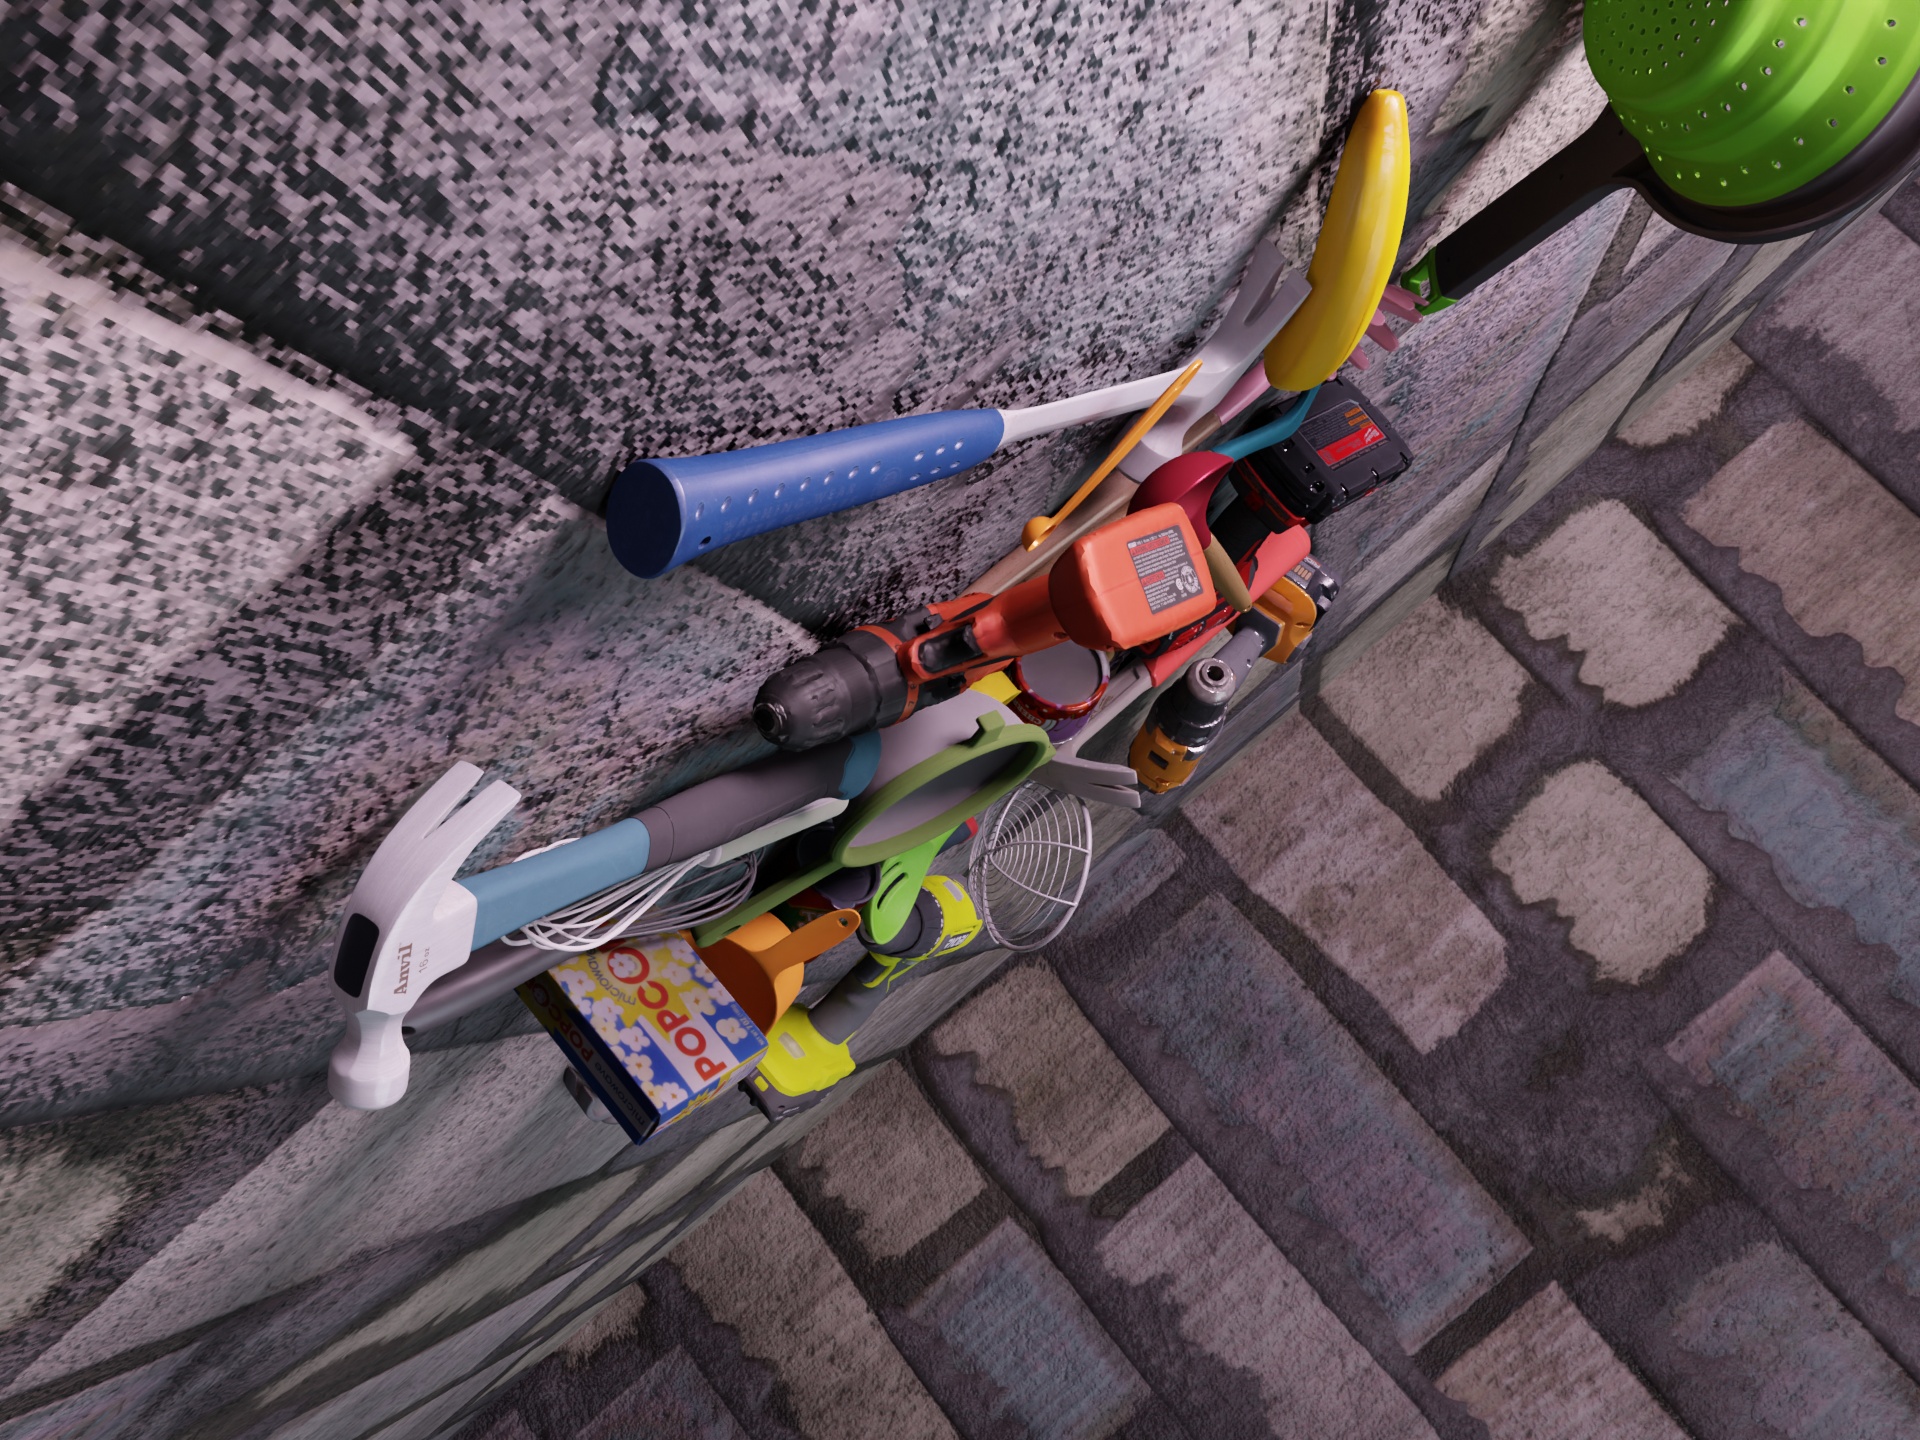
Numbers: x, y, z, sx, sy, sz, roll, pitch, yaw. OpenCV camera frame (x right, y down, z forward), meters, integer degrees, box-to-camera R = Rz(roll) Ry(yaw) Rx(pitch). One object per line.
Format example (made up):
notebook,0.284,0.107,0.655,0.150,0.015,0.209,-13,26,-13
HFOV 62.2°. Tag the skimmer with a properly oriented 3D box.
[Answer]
skimmer,0.114,0.033,1.226,0.127,0.090,0.363,-36,-173,45

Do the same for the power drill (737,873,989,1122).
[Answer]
power drill,-0.088,0.215,1.280,0.228,0.080,0.190,-47,165,11

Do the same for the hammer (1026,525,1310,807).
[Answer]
hammer,0.171,-0.056,1.212,0.359,0.149,0.036,-38,131,-35

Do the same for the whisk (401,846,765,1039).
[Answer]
whisk,-0.200,0.110,0.828,0.239,0.055,0.055,-24,160,-38

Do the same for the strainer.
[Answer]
strainer,-0.069,0.051,0.981,0.256,0.069,0.151,-32,165,10

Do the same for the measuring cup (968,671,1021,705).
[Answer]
measuring cup,-0.002,-0.003,1.089,0.062,0.029,0.156,-36,179,-15

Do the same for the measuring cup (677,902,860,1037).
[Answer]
measuring cup,-0.118,0.148,1.047,0.173,0.095,0.052,-30,-171,32

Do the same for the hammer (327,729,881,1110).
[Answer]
hammer,-0.140,0.054,0.722,0.331,0.033,0.128,-23,133,-56

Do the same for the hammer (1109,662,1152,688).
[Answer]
hammer,0.029,0.043,1.294,0.410,0.038,0.146,-32,167,-34

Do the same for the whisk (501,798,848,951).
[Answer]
whisk,-0.137,0.065,0.815,0.246,0.058,0.059,-20,148,-54

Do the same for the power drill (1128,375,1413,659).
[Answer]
power drill,0.206,-0.134,1.115,0.143,0.078,0.219,-29,166,-38

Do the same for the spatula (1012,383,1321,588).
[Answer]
spatula,0.123,-0.148,0.943,0.317,0.044,0.082,-34,167,-7

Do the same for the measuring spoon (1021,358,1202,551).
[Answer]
measuring spoon,0.067,-0.122,0.728,0.117,0.011,0.021,-47,173,14

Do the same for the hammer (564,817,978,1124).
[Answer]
hammer,-0.144,0.185,1.275,0.386,0.038,0.143,-37,166,-14

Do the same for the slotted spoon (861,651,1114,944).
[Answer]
slotted spoon,0.023,0.044,1.186,0.314,0.031,0.070,-47,144,-28

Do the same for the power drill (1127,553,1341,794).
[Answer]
power drill,0.233,-0.055,1.349,0.226,0.084,0.185,-50,170,-23

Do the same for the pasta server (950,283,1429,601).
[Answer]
pasta server,0.125,-0.149,0.891,0.316,0.040,0.060,-37,167,-2

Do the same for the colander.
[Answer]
colander,0.323,-0.309,0.795,0.094,0.205,0.397,4,165,-23

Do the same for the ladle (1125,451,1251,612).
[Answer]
ladle,0.146,-0.100,0.930,0.069,0.031,0.315,-37,163,9

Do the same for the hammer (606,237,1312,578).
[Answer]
hammer,0.019,-0.127,0.669,0.405,0.035,0.144,-26,161,-49
